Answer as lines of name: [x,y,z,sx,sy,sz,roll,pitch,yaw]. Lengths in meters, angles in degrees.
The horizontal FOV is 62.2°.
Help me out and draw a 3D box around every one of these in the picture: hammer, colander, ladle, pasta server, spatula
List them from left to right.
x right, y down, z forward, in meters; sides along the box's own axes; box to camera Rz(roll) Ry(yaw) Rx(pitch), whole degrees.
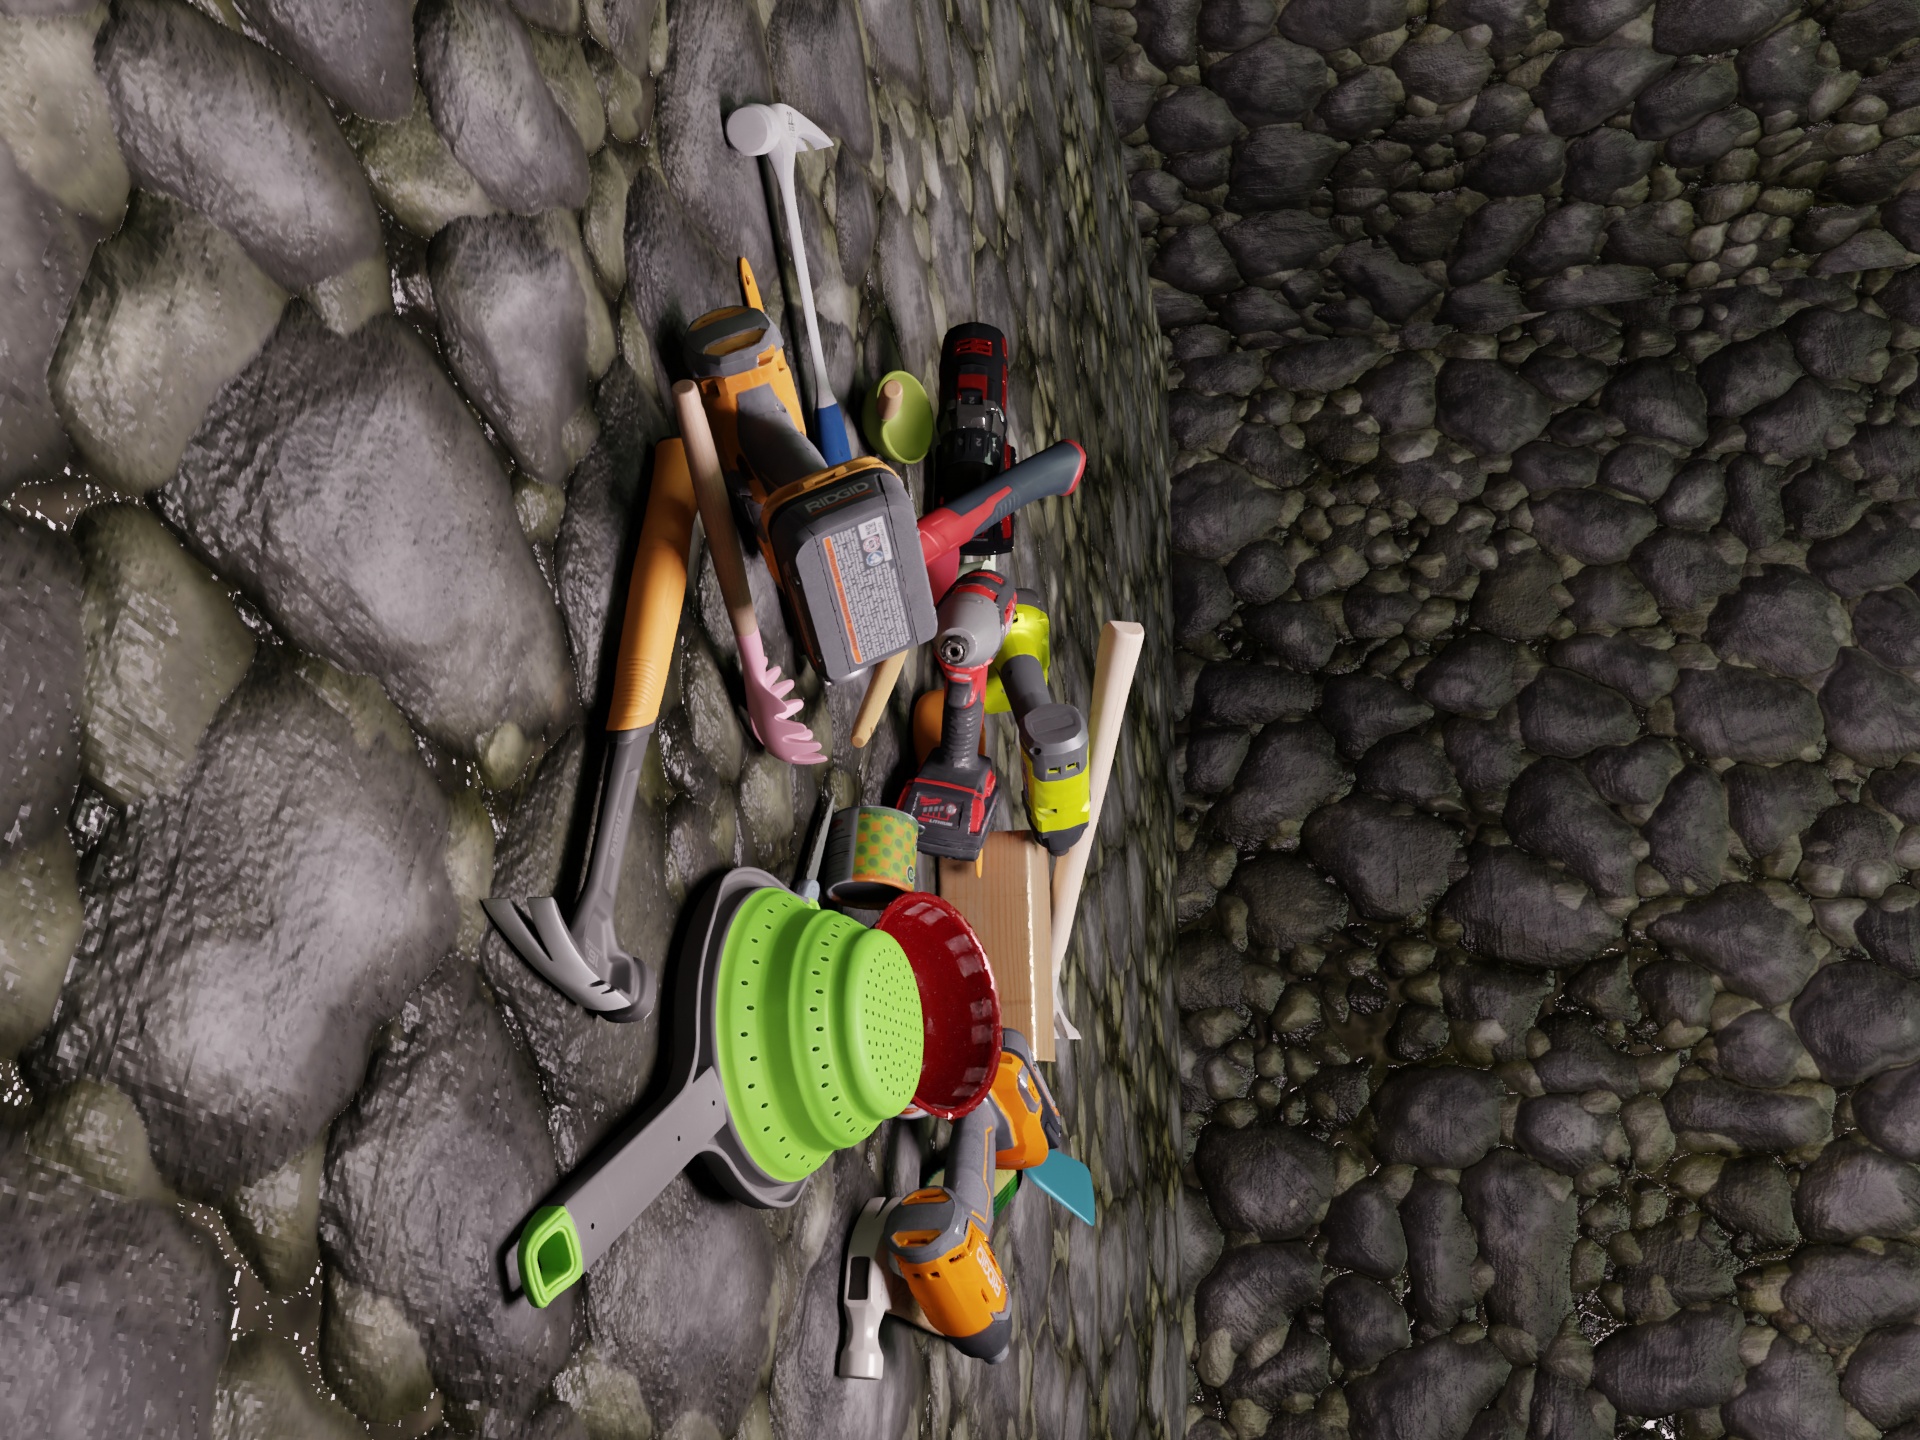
hammer: [-0.174,-0.020,0.840,0.127,0.034,0.337,66,24,-56]
pasta server: [-0.126,-0.076,0.947,0.315,0.040,0.060,84,-16,-50]
colander: [-0.105,0.202,0.879,0.397,0.094,0.204,-37,116,-70]
hammer: [-0.101,-0.250,1.199,0.144,0.035,0.405,-59,142,-66]
ladle: [-0.044,-0.240,1.215,0.320,0.062,0.078,-121,-157,-82]
ladle: [-0.044,-0.066,1.240,0.316,0.031,0.069,-71,158,-57]
hammer: [-0.030,0.463,1.265,0.331,0.031,0.130,60,29,-61]
hammer: [-0.011,-0.168,1.245,0.386,0.038,0.143,-38,118,-48]
spatula: [0.030,0.304,1.374,0.317,0.044,0.082,62,11,-19]
hammer: [0.115,0.102,1.480,0.146,0.038,0.410,-113,-151,-58]

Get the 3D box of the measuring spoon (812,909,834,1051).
measuring spoon: [-0.099,0.186,1.122,0.129,0.021,0.042,-93,172,-46]

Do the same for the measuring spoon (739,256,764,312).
measuring spoon: [-0.140,-0.262,1.107,0.021,0.011,0.117,-58,137,-67]

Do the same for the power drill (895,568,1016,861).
power drill: [-0.002,-0.004,1.303,0.143,0.078,0.219,-63,162,-66]

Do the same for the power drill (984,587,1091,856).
power drill: [0.064,0.002,1.447,0.171,0.080,0.223,84,-9,-47]

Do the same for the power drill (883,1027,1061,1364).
power drill: [0.016,0.369,1.228,0.227,0.084,0.164,-70,143,-53]

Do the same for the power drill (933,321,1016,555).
power drill: [0.011,-0.225,1.440,0.226,0.080,0.188,87,5,-71]

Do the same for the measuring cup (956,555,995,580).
measuring cup: [0.015,-0.159,1.633,0.083,0.038,0.168,67,21,-51]

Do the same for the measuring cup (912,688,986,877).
measuring cup: [-0.009,0.056,1.436,0.095,0.052,0.173,-3,90,-77]

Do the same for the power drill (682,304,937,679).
power drill: [-0.093,-0.121,0.957,0.226,0.084,0.185,56,-15,41]
